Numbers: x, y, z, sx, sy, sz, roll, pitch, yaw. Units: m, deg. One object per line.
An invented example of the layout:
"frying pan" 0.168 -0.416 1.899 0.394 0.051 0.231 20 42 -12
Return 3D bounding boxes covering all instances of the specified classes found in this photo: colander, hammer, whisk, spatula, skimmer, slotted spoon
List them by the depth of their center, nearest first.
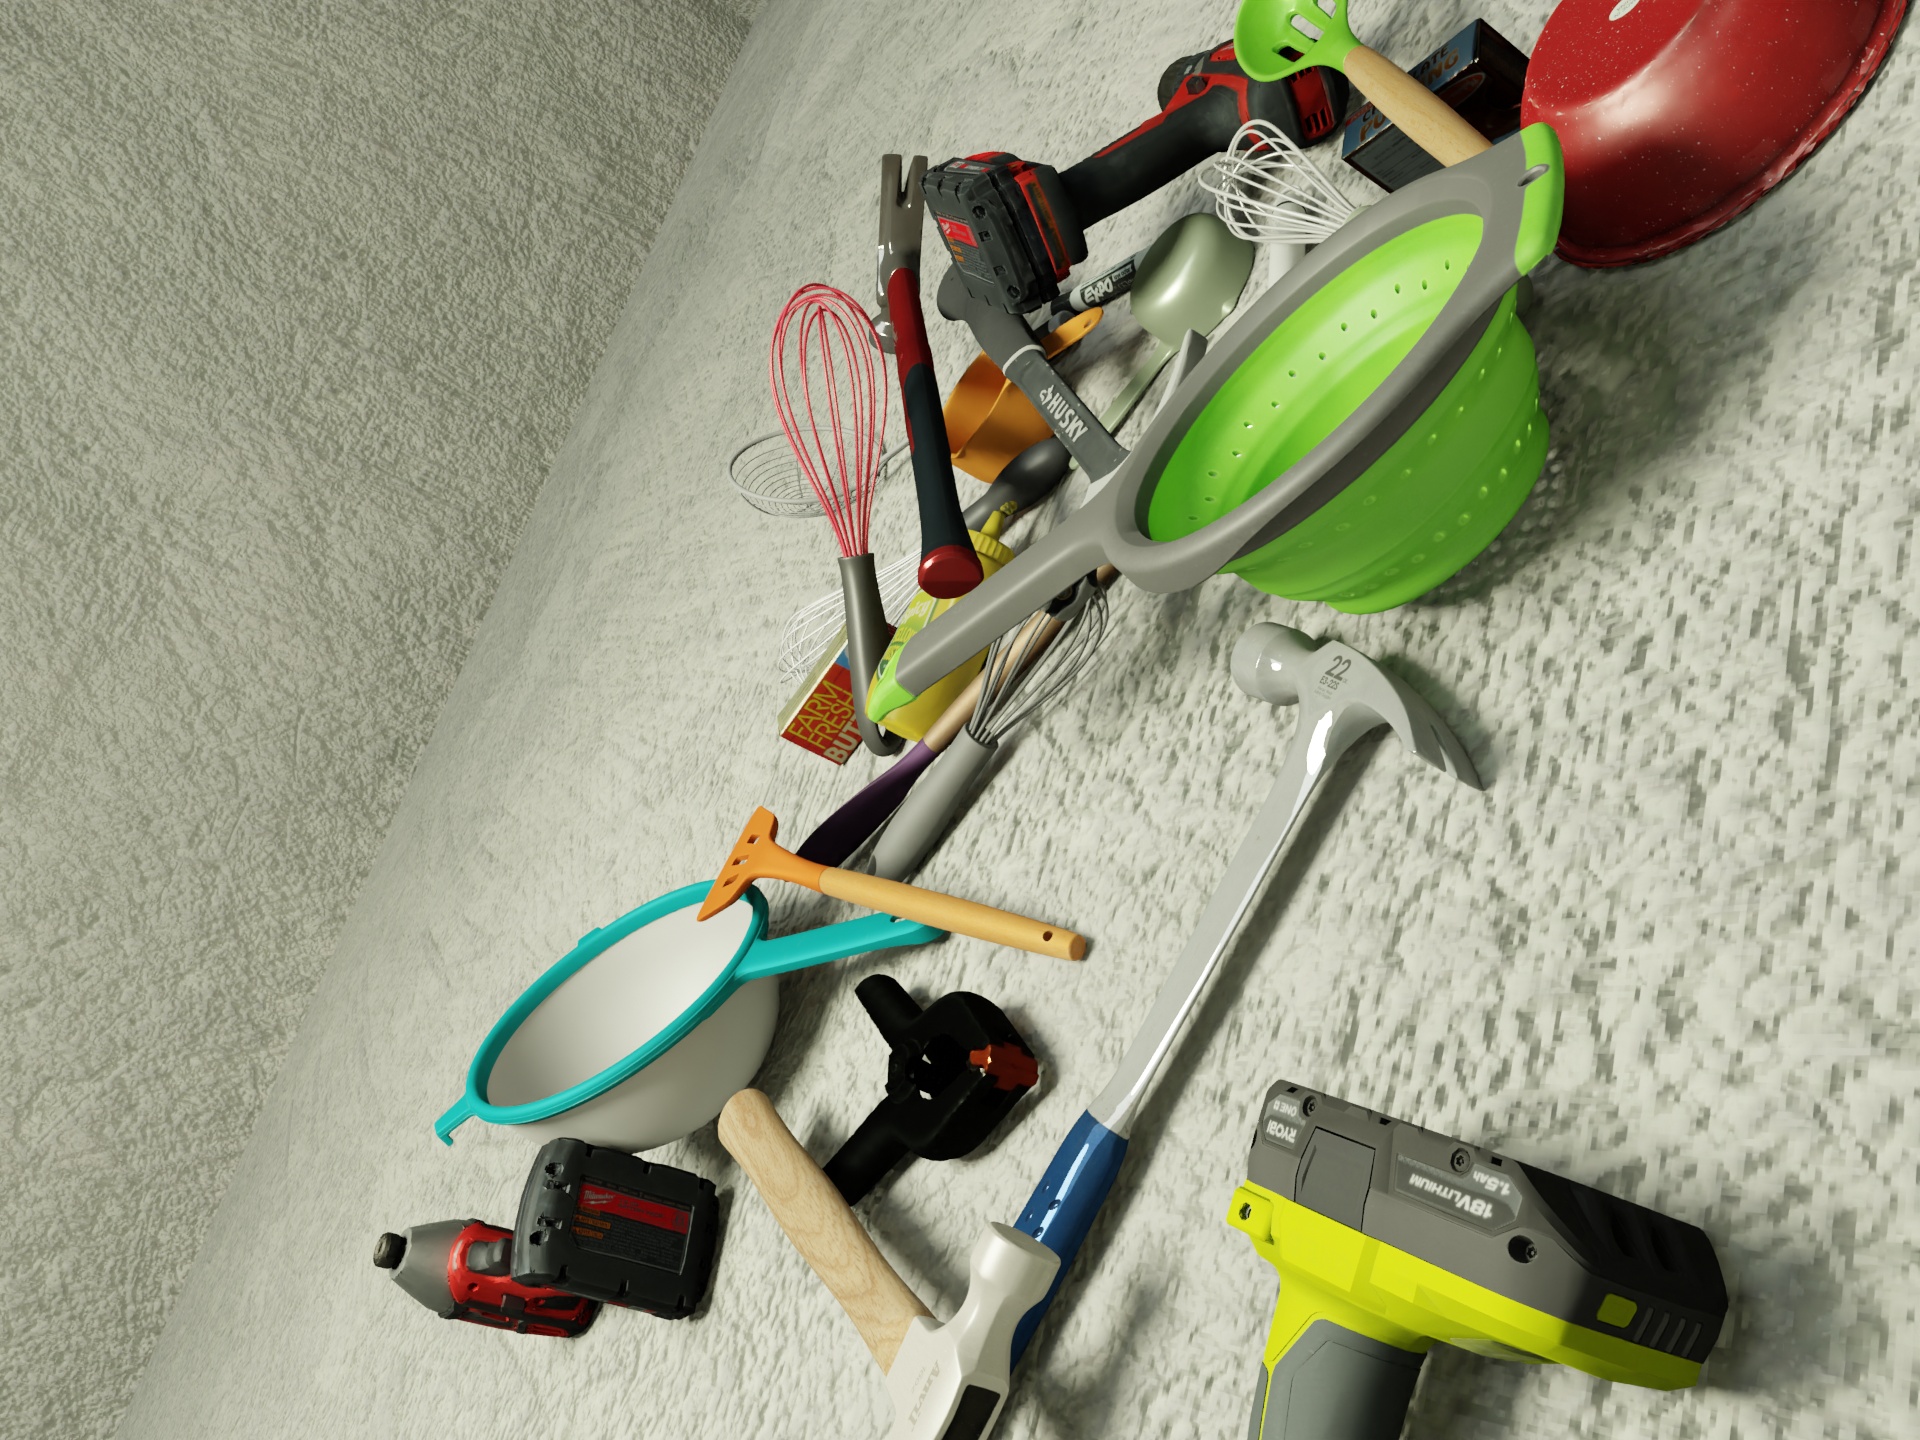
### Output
"hammer" 0.065 0.152 0.630 0.405 0.035 0.144 -61 24 2
"colander" 0.107 -0.074 0.677 0.397 0.094 0.205 -35 23 40
"hammer" -0.059 0.235 0.717 0.130 0.031 0.331 -64 22 -5
"slotted spoon" 0.191 -0.294 0.732 0.070 0.031 0.314 -51 29 26
"whisk" 0.186 -0.234 0.753 0.247 0.057 0.059 -127 36 -52
"spatula" -0.049 0.094 0.853 0.323 0.041 0.081 8 65 47
"whisk" 0.009 0.008 0.878 0.239 0.055 0.055 -56 25 25
"spatula" -0.001 -0.003 0.920 0.316 0.059 0.018 -46 64 24
"hammer" 0.044 -0.206 0.921 0.149 0.036 0.409 -53 27 18
"whisk" -0.069 -0.122 0.991 0.073 0.073 0.296 10 110 65
"hammer" -0.024 -0.217 1.001 0.387 0.038 0.143 -99 12 -48
"whisk" -0.027 -0.100 1.054 0.284 0.070 0.070 -37 34 35
"skimmer" -0.049 -0.240 1.191 0.127 0.090 0.363 -41 10 -38

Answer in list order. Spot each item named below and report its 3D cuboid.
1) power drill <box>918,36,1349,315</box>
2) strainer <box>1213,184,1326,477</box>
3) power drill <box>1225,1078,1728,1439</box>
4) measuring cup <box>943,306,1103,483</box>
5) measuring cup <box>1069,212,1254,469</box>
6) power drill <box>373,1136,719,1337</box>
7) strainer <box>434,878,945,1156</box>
"power drill" 0.094 -0.333 0.936 0.226 0.080 0.188 -29 27 -4
"strainer" 0.161 -0.196 0.801 0.087 0.050 0.259 -21 41 34
"power drill" 0.112 0.224 0.423 0.171 0.080 0.223 1 70 64
"measuring cup" 0.051 -0.209 1.012 0.173 0.052 0.095 -23 45 52
"measuring cup" 0.104 -0.223 0.934 0.167 0.038 0.083 -52 26 16
"power drill" -0.253 0.320 0.955 0.219 0.143 0.079 -33 41 44
"strainer" -0.135 0.180 0.944 0.340 0.095 0.211 -18 23 29
